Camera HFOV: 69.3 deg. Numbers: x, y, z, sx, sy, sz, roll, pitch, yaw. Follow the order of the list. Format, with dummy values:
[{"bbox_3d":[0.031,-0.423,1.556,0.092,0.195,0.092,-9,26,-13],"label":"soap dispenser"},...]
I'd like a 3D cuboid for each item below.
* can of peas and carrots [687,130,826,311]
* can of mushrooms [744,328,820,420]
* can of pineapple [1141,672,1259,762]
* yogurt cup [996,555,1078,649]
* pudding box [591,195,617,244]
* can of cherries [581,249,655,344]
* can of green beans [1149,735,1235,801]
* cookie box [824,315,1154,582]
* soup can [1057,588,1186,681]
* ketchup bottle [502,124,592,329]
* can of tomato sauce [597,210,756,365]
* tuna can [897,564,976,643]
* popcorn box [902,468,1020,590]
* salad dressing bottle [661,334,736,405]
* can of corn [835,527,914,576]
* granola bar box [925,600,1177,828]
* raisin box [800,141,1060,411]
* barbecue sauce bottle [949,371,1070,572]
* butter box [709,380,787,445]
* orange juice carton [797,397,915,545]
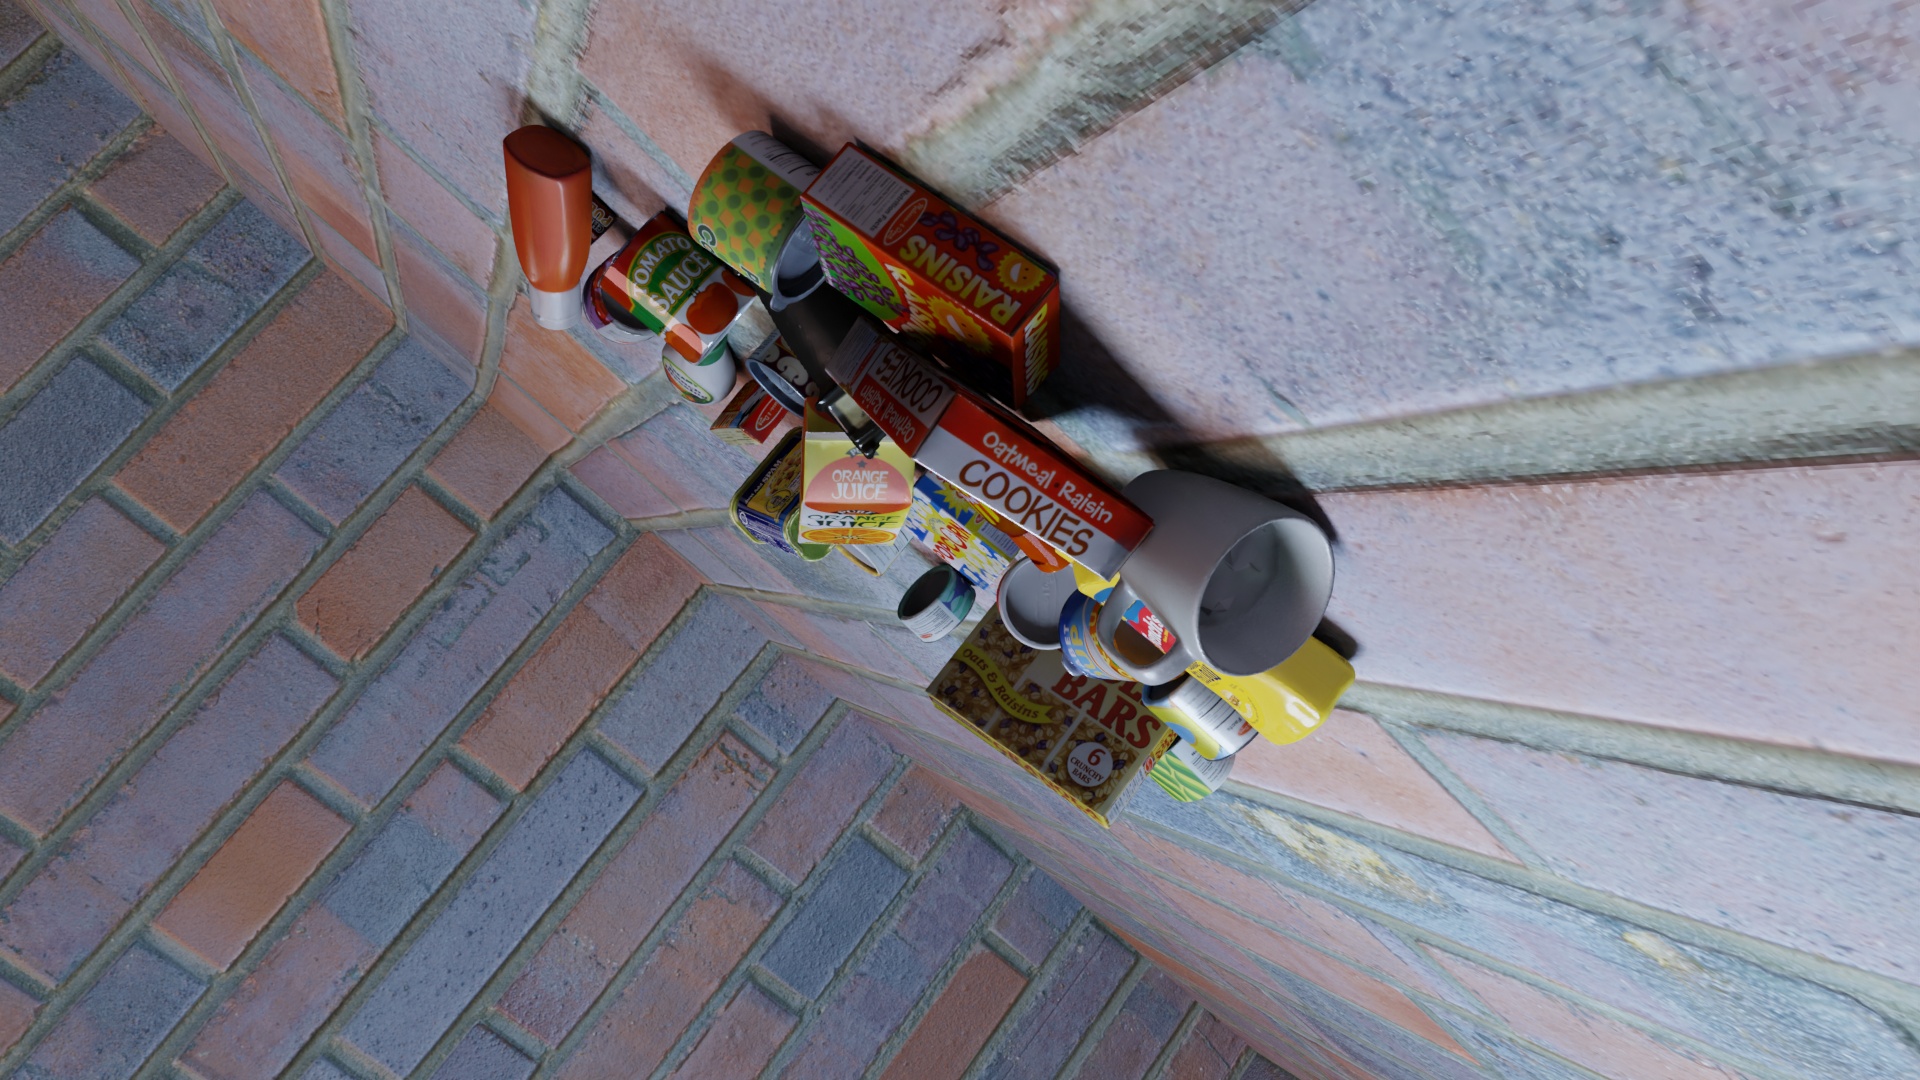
[{"bbox_3d":[-0.095,-0.159,0.694,0.059,0.071,0.070,36,166,13],"label":"can of peas and carrots"},{"bbox_3d":[-0.114,-0.115,0.978,0.071,0.033,0.071,36,166,11],"label":"can of mushrooms"},{"bbox_3d":[0.157,0.097,0.885,0.058,0.071,0.071,42,166,-10],"label":"can of pineapple"},{"bbox_3d":[0.056,0.041,0.976,0.072,0.072,0.054,40,174,-6],"label":"yogurt cup"},{"bbox_3d":[-0.291,-0.243,1.032,0.049,0.030,0.083,46,165,-23],"label":"pudding box"},{"bbox_3d":[-0.243,-0.184,1.029,0.071,0.071,0.058,43,165,-18],"label":"can of cherries"},{"bbox_3d":[0.166,0.156,1.056,0.057,0.071,0.071,45,165,-25],"label":"can of green beans"},{"bbox_3d":[0.010,-0.051,0.698,0.123,0.040,0.168,31,-172,-27],"label":"cookie box"},{"bbox_3d":[0.106,0.059,0.881,0.071,0.071,0.083,41,166,-11],"label":"soup can"},{"bbox_3d":[-0.287,-0.213,0.973,0.065,0.044,0.148,38,143,17],"label":"ketchup bottle"},{"bbox_3d":[-0.188,-0.168,0.926,0.083,0.071,0.071,41,166,-10],"label":"can of tomato sauce"},{"bbox_3d":[-0.021,0.054,1.226,0.032,0.071,0.071,46,165,-23],"label":"tuna can"},{"bbox_3d":[0.004,-0.012,0.991,0.085,0.038,0.126,39,167,1],"label":"popcorn box"},{"bbox_3d":[-0.205,-0.146,1.095,0.064,0.044,0.147,41,166,-4],"label":"salad dressing bottle"},{"bbox_3d":[-0.074,-0.012,1.157,0.071,0.058,0.071,36,166,11],"label":"can of corn"},{"bbox_3d":[0.077,0.114,1.025,0.166,0.124,0.039,33,165,25],"label":"granola bar box"},{"bbox_3d":[-0.011,-0.124,0.661,0.123,0.040,0.086,36,167,14],"label":"raisin box"},{"bbox_3d":[0.020,-0.039,0.847,0.148,0.044,0.065,46,164,-29],"label":"barbecue sauce bottle"},{"bbox_3d":[-0.166,-0.103,1.115,0.024,0.053,0.103,41,167,-20],"label":"butter box"},{"bbox_3d":[-0.072,-0.049,0.943,0.072,0.073,0.192,1,169,-8],"label":"orange juice carton"}]
